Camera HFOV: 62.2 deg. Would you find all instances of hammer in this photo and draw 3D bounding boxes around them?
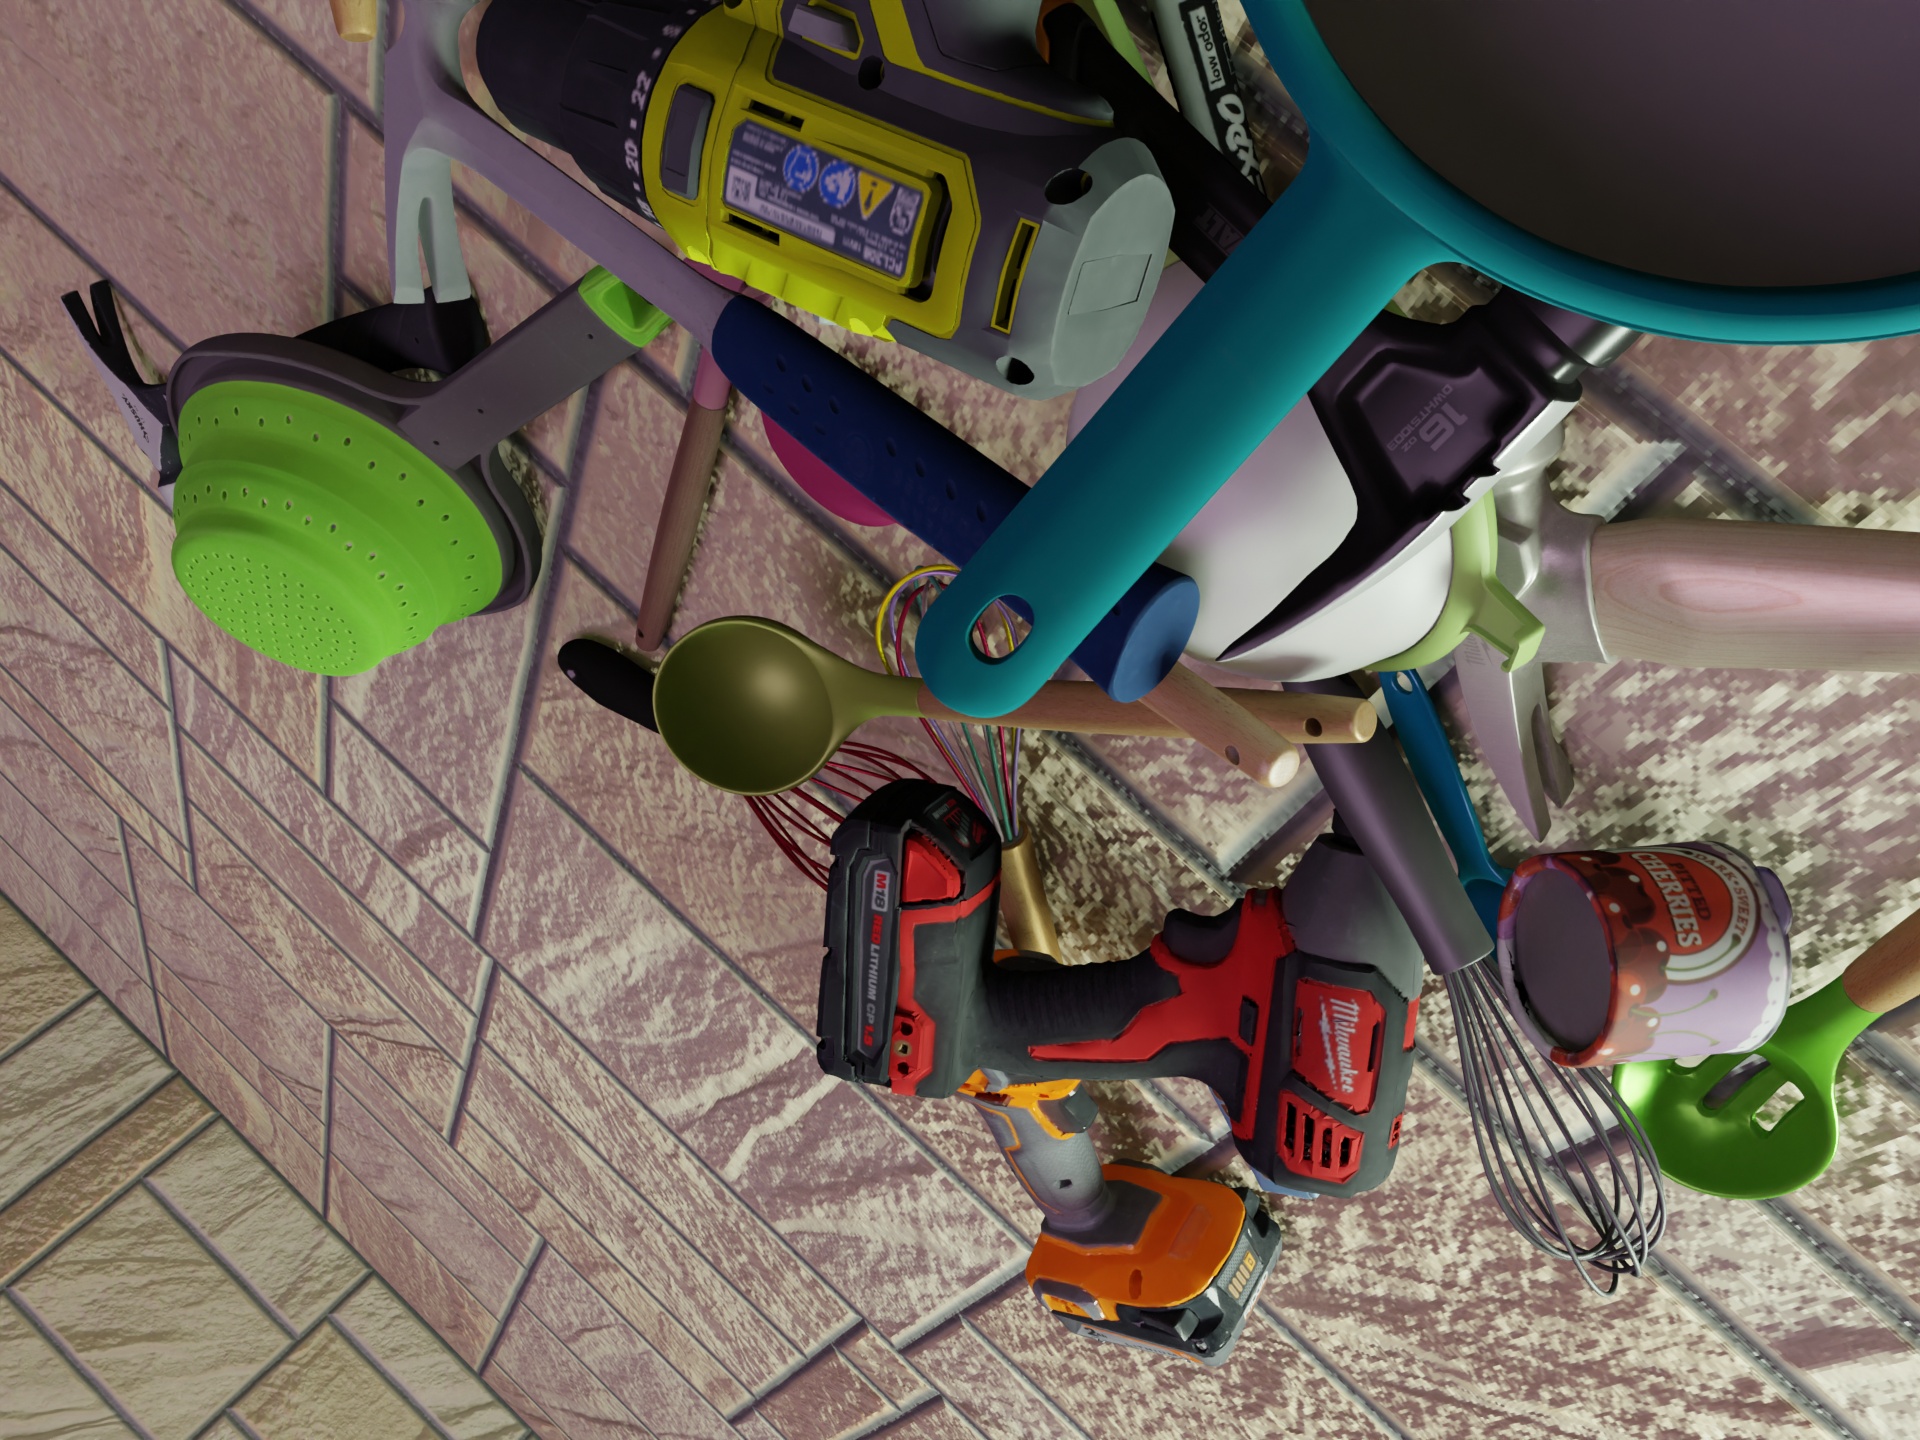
[{"bbox_3d":[0.009,-0.172,0.409,0.337,0.034,0.127,49,124,10],"label":"hammer"},{"bbox_3d":[-0.381,-0.195,0.875,0.409,0.036,0.149,2,124,43],"label":"hammer"},{"bbox_3d":[-0.084,-0.131,0.538,0.406,0.035,0.144,40,130,28],"label":"hammer"},{"bbox_3d":[0.310,-0.013,0.355,0.411,0.038,0.146,7,129,41],"label":"hammer"}]

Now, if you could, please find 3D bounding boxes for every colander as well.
[{"bbox_3d":[-0.269,-0.107,0.754,0.397,0.095,0.204,-17,133,43],"label":"colander"}]

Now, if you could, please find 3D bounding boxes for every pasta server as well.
[{"bbox_3d":[-0.118,-0.118,0.681,0.060,0.040,0.316,54,147,16],"label":"pasta server"}]

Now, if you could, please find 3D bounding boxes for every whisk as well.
[{"bbox_3d":[0.011,0.034,0.689,0.051,0.047,0.244,33,148,45],"label":"whisk"},{"bbox_3d":[-0.107,0.017,0.782,0.296,0.073,0.073,26,139,36],"label":"whisk"},{"bbox_3d":[0.167,0.080,0.536,0.055,0.055,0.239,-34,81,53],"label":"whisk"}]

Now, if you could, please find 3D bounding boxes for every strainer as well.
[{"bbox_3d":[0.054,-0.109,0.456,0.256,0.069,0.151,61,161,-18],"label":"strainer"},{"bbox_3d":[0.111,-0.133,0.309,0.211,0.095,0.340,42,112,0],"label":"strainer"}]

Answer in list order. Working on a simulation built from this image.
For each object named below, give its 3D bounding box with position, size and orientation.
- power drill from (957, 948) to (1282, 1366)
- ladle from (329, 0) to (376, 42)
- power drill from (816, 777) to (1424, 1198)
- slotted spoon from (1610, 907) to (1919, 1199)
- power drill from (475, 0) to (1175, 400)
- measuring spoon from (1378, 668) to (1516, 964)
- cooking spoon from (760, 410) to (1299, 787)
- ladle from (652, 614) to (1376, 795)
[{"bbox_3d":[0.057,0.198,0.745,0.164,0.084,0.226,-11,121,48],"label":"power drill"},{"bbox_3d":[-0.194,-0.359,0.453,0.069,0.031,0.315,4,102,53],"label":"ladle"},{"bbox_3d":[0.063,0.089,0.606,0.220,0.078,0.143,8,102,15],"label":"power drill"},{"bbox_3d":[0.267,0.065,0.438,0.070,0.031,0.313,40,153,19],"label":"slotted spoon"},{"bbox_3d":[-0.022,-0.207,0.352,0.191,0.080,0.228,29,120,21],"label":"power drill"},{"bbox_3d":[0.176,0.028,0.546,0.042,0.021,0.128,-7,110,64],"label":"measuring spoon"},{"bbox_3d":[0.002,-0.060,0.548,0.319,0.017,0.068,40,145,44],"label":"cooking spoon"},{"bbox_3d":[-0.001,-0.002,0.565,0.320,0.062,0.078,4,117,47],"label":"ladle"}]
